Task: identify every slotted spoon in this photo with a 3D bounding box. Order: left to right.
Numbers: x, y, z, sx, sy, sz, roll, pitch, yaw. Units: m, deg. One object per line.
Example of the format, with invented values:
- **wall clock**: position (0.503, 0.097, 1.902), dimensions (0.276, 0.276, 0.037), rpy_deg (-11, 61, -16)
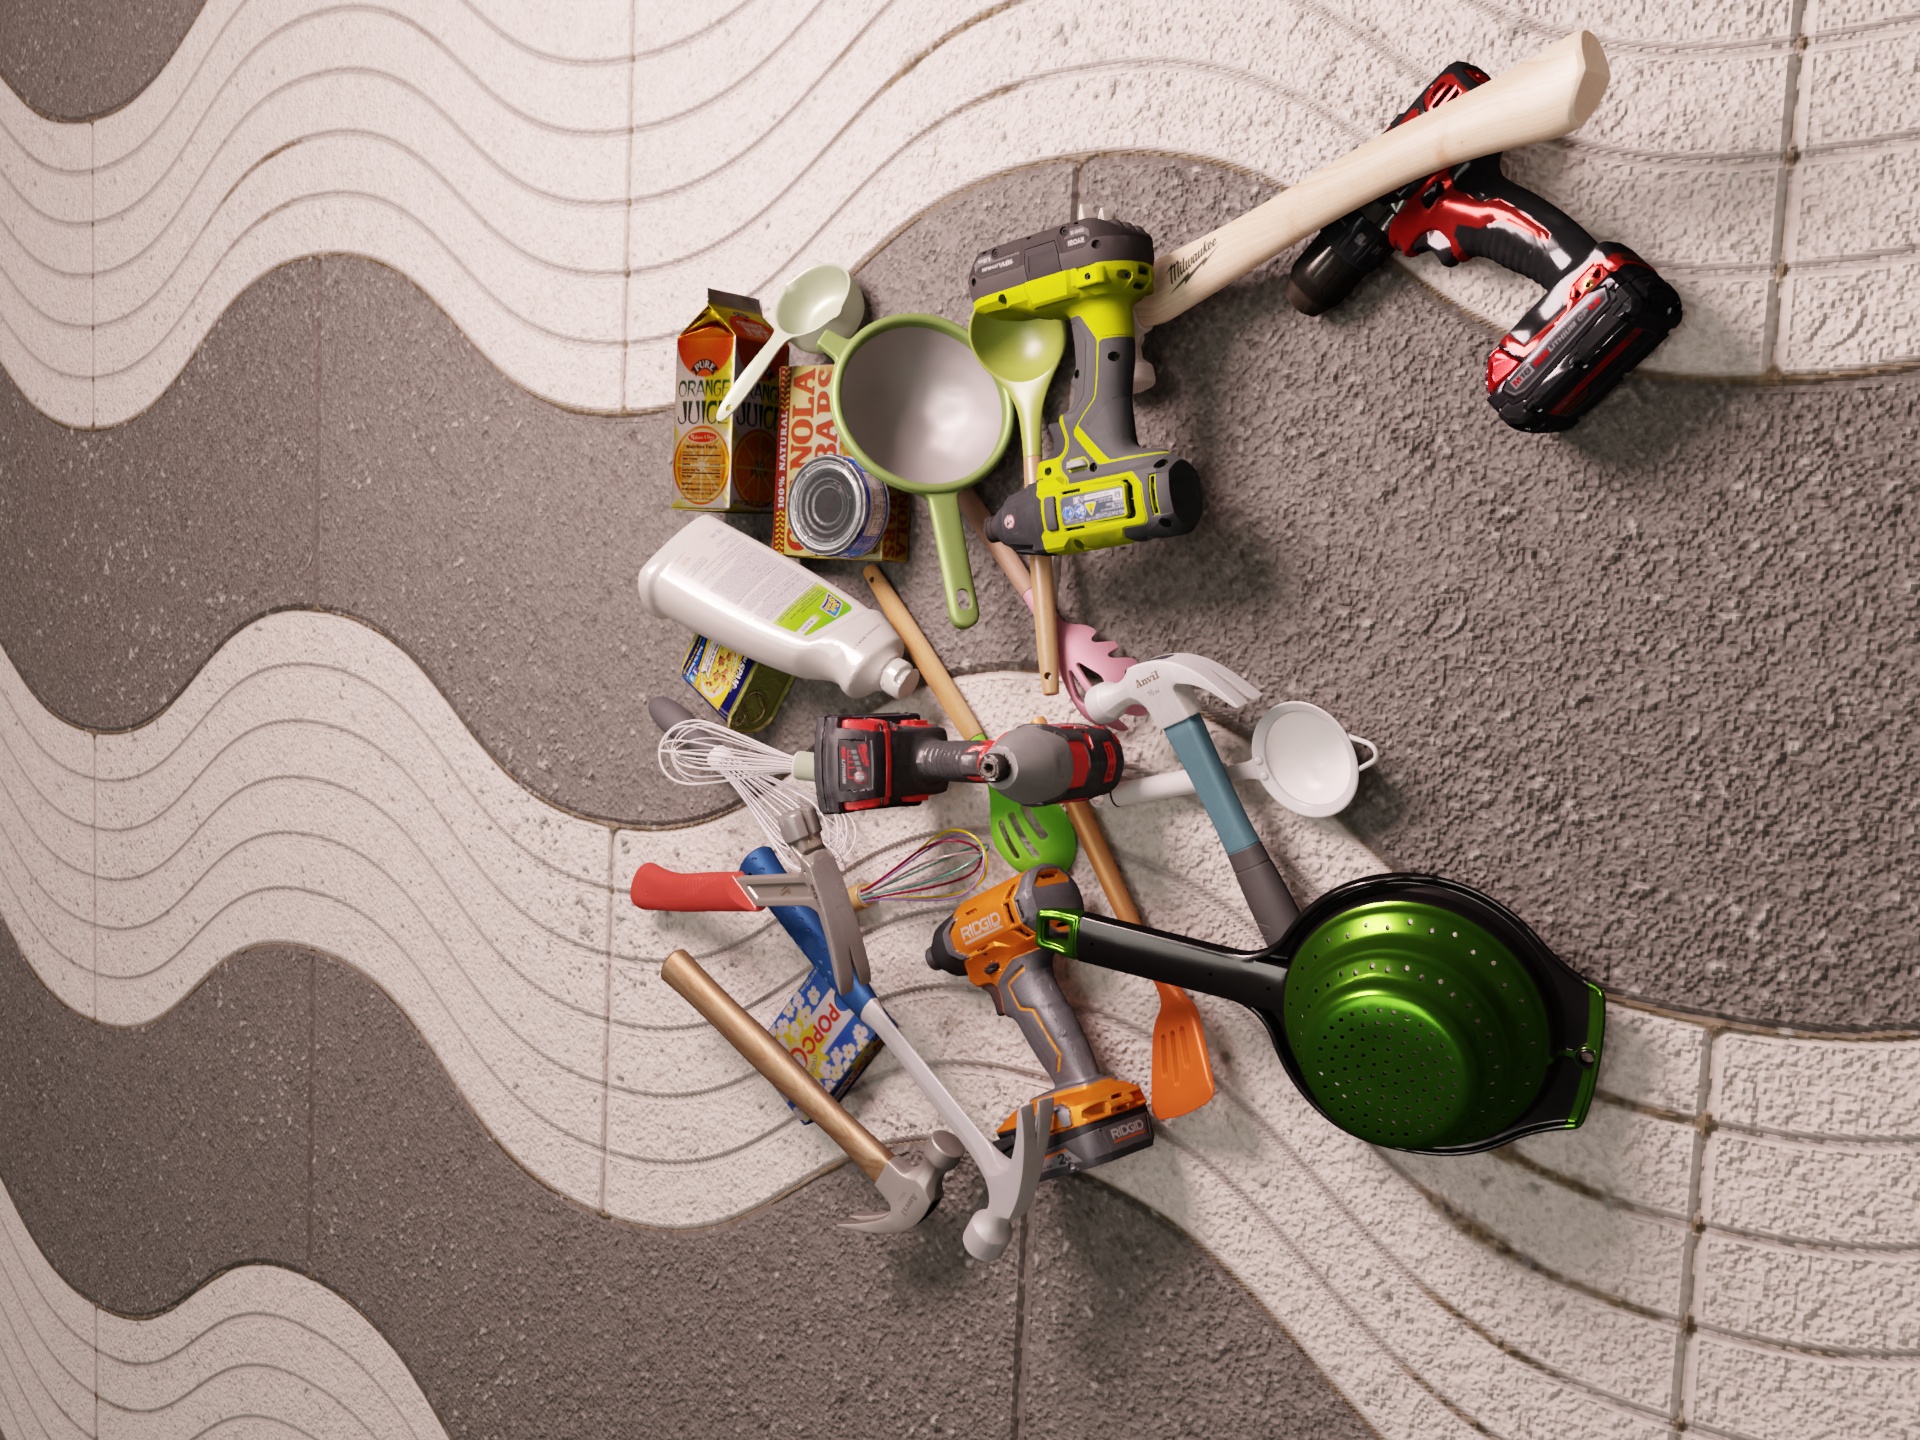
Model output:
- **slotted spoon**: position (-0.002, -0.004, 1.313), dimensions (0.070, 0.031, 0.314), rpy_deg (-41, 69, 27)

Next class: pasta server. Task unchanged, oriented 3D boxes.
- **pasta server**: position (0.047, -0.122, 1.274), dimensions (0.060, 0.040, 0.316), rpy_deg (-45, 64, 28)

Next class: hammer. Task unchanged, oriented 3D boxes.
- **hammer**: position (-0.197, 0.157, 1.378), dimensions (0.359, 0.036, 0.149), rpy_deg (-11, 98, 55)
- **hammer**: position (-0.145, 0.314, 1.379), dimensions (0.331, 0.031, 0.130), rpy_deg (37, 113, 25)
- **hammer**: position (-0.065, 0.238, 1.296), dimensions (0.406, 0.035, 0.144), rpy_deg (45, 125, 36)
- **hammer**: position (0.208, 0.104, 1.137), dimensions (0.128, 0.033, 0.331), rpy_deg (-29, 86, 45)
- **hammer**: position (0.232, -0.352, 1.061), dimensions (0.410, 0.038, 0.146), rpy_deg (-16, 83, 50)

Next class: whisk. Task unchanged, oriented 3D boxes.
- **whisk**: position (-0.196, 0.053, 1.437), dimensions (0.285, 0.070, 0.070), rpy_deg (36, 112, 34)
- **whisk**: position (-0.148, 0.038, 1.372), dimensions (0.246, 0.057, 0.059), rpy_deg (7, 79, 15)
- **whisk**: position (-0.067, 0.140, 1.358), dimensions (0.245, 0.051, 0.047), rpy_deg (-23, 114, 38)

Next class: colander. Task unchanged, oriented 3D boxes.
- **colander**: position (0.216, 0.196, 1.073), dimensions (0.397, 0.094, 0.204), rpy_deg (11, 109, 26)

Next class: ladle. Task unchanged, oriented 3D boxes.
- **ladle**: position (0.054, -0.179, 1.224), dimensions (0.078, 0.062, 0.320), rpy_deg (-6, 83, 19)

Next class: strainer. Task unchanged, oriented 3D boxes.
- **strainer**: position (-0.026, -0.193, 1.269), dimensions (0.069, 0.151, 0.256), rpy_deg (151, 109, -71)
- **strainer**: position (0.198, 0.037, 1.168), dimensions (0.258, 0.050, 0.087), rpy_deg (-14, 97, 40)

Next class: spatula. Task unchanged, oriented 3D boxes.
- **spatula**: position (0.118, 0.144, 1.225), dimensions (0.081, 0.041, 0.323), rpy_deg (-42, 68, 53)

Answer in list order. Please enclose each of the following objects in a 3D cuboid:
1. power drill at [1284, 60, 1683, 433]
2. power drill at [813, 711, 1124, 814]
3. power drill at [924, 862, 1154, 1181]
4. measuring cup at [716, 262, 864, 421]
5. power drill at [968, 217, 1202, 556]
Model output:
- **power drill**: position (0.328, -0.288, 1.038), dimensions (0.188, 0.080, 0.227), rpy_deg (-49, 63, 34)
- **power drill**: position (-0.001, 0.033, 1.211), dimensions (0.220, 0.143, 0.078), rpy_deg (-1, 91, 37)
- **power drill**: position (0.051, 0.243, 1.255), dimensions (0.164, 0.084, 0.227), rpy_deg (-32, 71, 44)
- **measuring cup**: position (-0.145, -0.312, 1.352), dimensions (0.167, 0.038, 0.083), rpy_deg (-52, 50, -1)
- **power drill**: position (0.079, -0.233, 1.153), dimensions (0.171, 0.080, 0.223), rpy_deg (-6, 92, 37)
